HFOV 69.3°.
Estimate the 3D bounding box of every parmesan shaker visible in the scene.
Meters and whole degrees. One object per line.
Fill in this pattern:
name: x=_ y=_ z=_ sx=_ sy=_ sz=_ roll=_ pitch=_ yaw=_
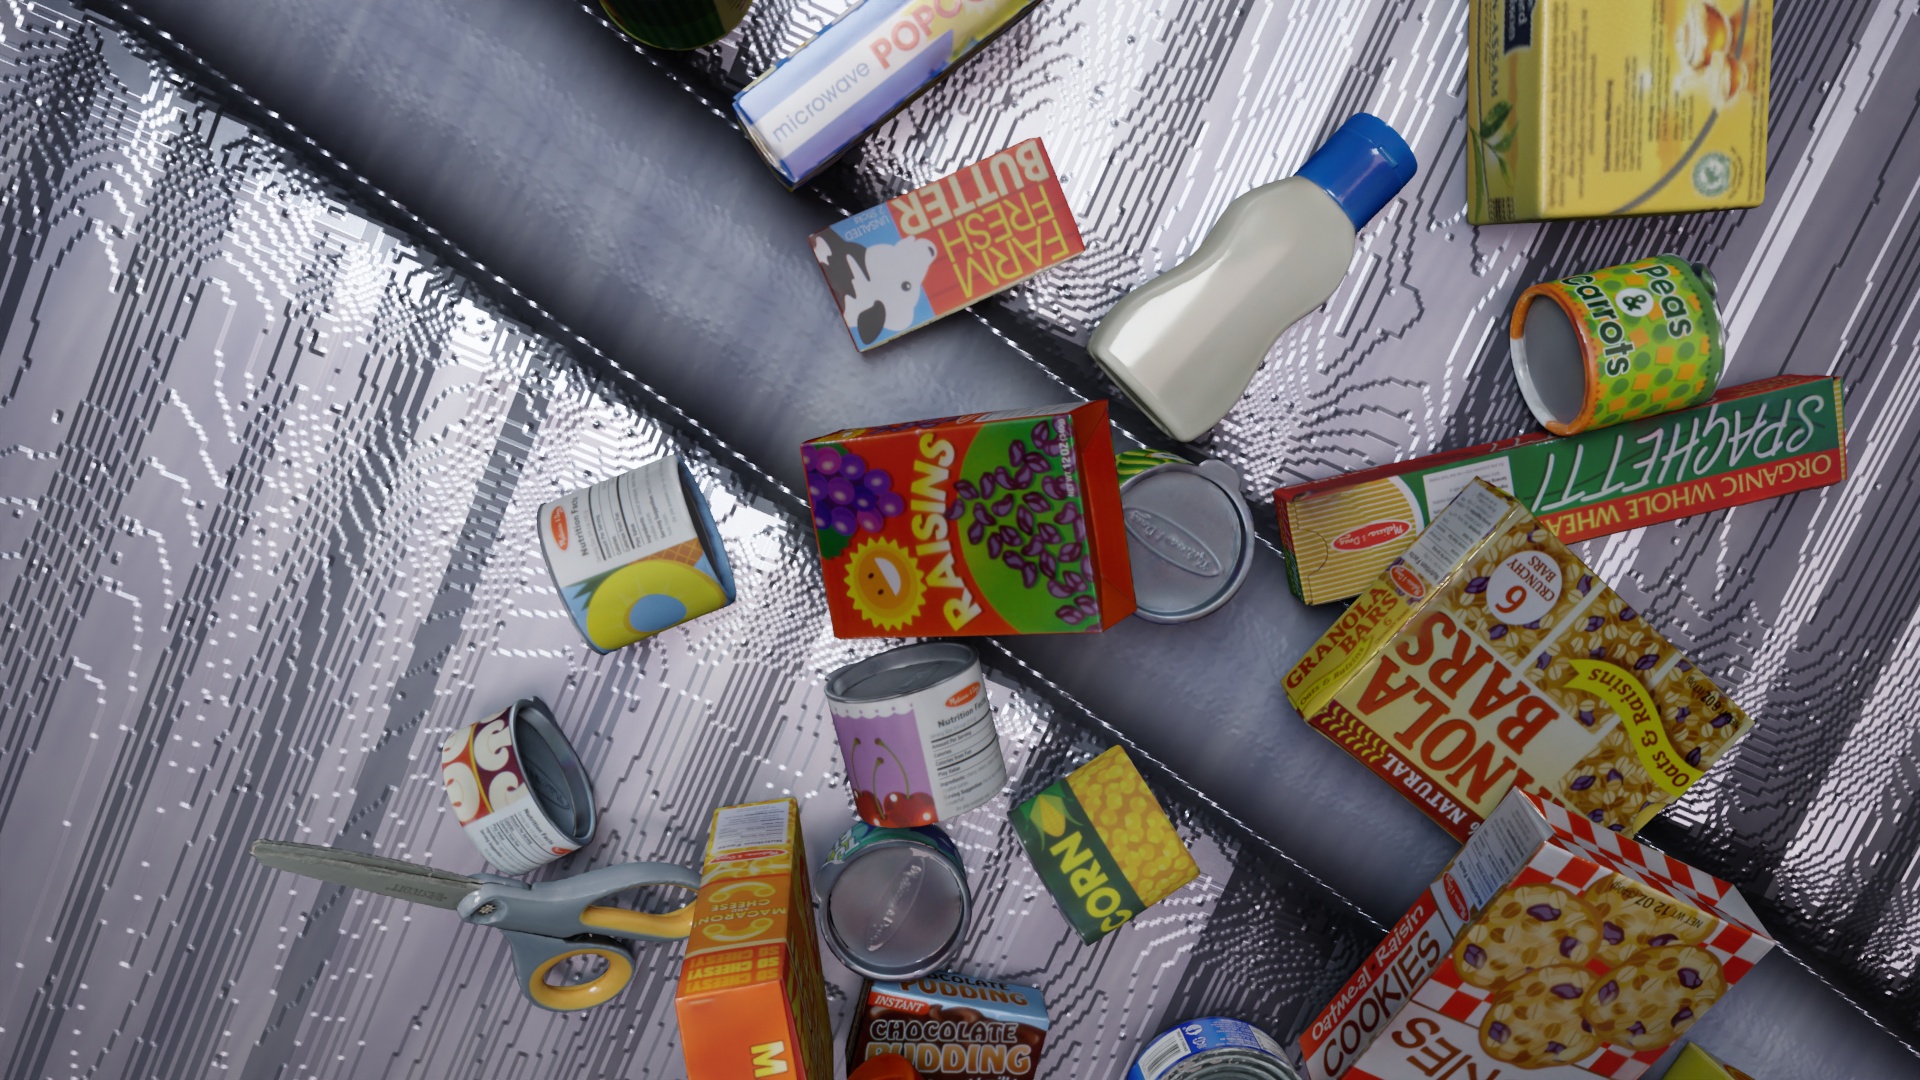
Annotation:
parmesan shaker: x=-0.109 y=-0.223 z=0.502 sx=0.071 sy=0.103 sz=0.071 roll=-1 pitch=100 yaw=-5

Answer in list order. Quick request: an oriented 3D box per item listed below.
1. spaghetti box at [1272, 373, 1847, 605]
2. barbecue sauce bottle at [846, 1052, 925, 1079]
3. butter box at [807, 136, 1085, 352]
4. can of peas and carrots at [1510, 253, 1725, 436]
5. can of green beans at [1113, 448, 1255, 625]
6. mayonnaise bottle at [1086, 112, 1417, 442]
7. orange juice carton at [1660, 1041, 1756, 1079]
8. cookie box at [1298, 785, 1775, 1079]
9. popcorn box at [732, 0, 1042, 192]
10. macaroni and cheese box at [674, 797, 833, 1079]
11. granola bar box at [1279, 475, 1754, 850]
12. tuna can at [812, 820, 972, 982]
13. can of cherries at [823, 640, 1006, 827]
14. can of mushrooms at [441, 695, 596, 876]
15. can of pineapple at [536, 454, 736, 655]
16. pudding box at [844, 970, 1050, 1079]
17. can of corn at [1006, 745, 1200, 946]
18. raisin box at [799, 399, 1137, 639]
spaghetti box: x=0.263 y=-0.024 z=0.610 sx=0.250 sy=0.029 sz=0.050 roll=-13 pitch=101 yaw=-3
barbecue sauce bottle: x=-0.003 y=0.284 z=0.611 sx=0.065 sy=0.044 sz=0.148 roll=-23 pitch=118 yaw=15
butter box: x=-0.006 y=-0.121 z=0.570 sx=0.103 sy=0.024 sz=0.053 roll=-24 pitch=102 yaw=-1
can of peas and carrots: x=0.273 y=-0.082 z=0.580 sx=0.059 sy=0.071 sz=0.070 roll=-13 pitch=101 yaw=-2
can of green beans: x=0.083 y=-0.003 z=0.581 sx=0.071 sy=0.058 sz=0.071 roll=-1 pitch=100 yaw=-5
mayonnaise bottle: x=0.124 y=-0.112 z=0.576 sx=0.148 sy=0.041 sz=0.064 roll=-45 pitch=102 yaw=2
orange juice carton: x=0.419 y=0.327 z=0.663 sx=0.192 sy=0.073 sz=0.071 roll=31 pitch=96 yaw=-10
cookie box: x=0.249 y=0.202 z=0.614 sx=0.123 sy=0.040 sz=0.166 roll=24 pitch=114 yaw=-13
popcorn box: x=-0.026 y=-0.185 z=0.526 sx=0.127 sy=0.085 sz=0.038 roll=-37 pitch=102 yaw=1
macaroni and cheese box: x=-0.075 y=0.189 z=0.544 sx=0.040 sy=0.167 sz=0.123 roll=-8 pitch=101 yaw=-4
granola bar box: x=0.241 y=0.071 z=0.601 sx=0.165 sy=0.039 sz=0.124 roll=37 pitch=102 yaw=-18
tuna can: x=-0.031 y=0.155 z=0.611 sx=0.071 sy=0.033 sz=0.071 roll=-1 pitch=100 yaw=-5
can of cherries: x=-0.020 y=0.081 z=0.584 sx=0.071 sy=0.071 sz=0.058 roll=-14 pitch=102 yaw=-3
can of mushrooms: x=-0.181 y=0.100 z=0.572 sx=0.033 sy=0.071 sz=0.071 roll=-27 pitch=101 yaw=1
can of pineapple: x=-0.129 y=0.006 z=0.560 sx=0.058 sy=0.071 sz=0.071 roll=-21 pitch=101 yaw=-1
pudding box: x=-0.006 y=0.223 z=0.626 sx=0.084 sy=0.030 sz=0.049 roll=14 pitch=98 yaw=-8
can of corn: x=0.062 y=0.131 z=0.596 sx=0.058 sy=0.071 sz=0.071 roll=-32 pitch=101 yaw=0
raisin box: x=0.002 y=-0.007 z=0.553 sx=0.123 sy=0.040 sz=0.086 roll=-4 pitch=101 yaw=30
